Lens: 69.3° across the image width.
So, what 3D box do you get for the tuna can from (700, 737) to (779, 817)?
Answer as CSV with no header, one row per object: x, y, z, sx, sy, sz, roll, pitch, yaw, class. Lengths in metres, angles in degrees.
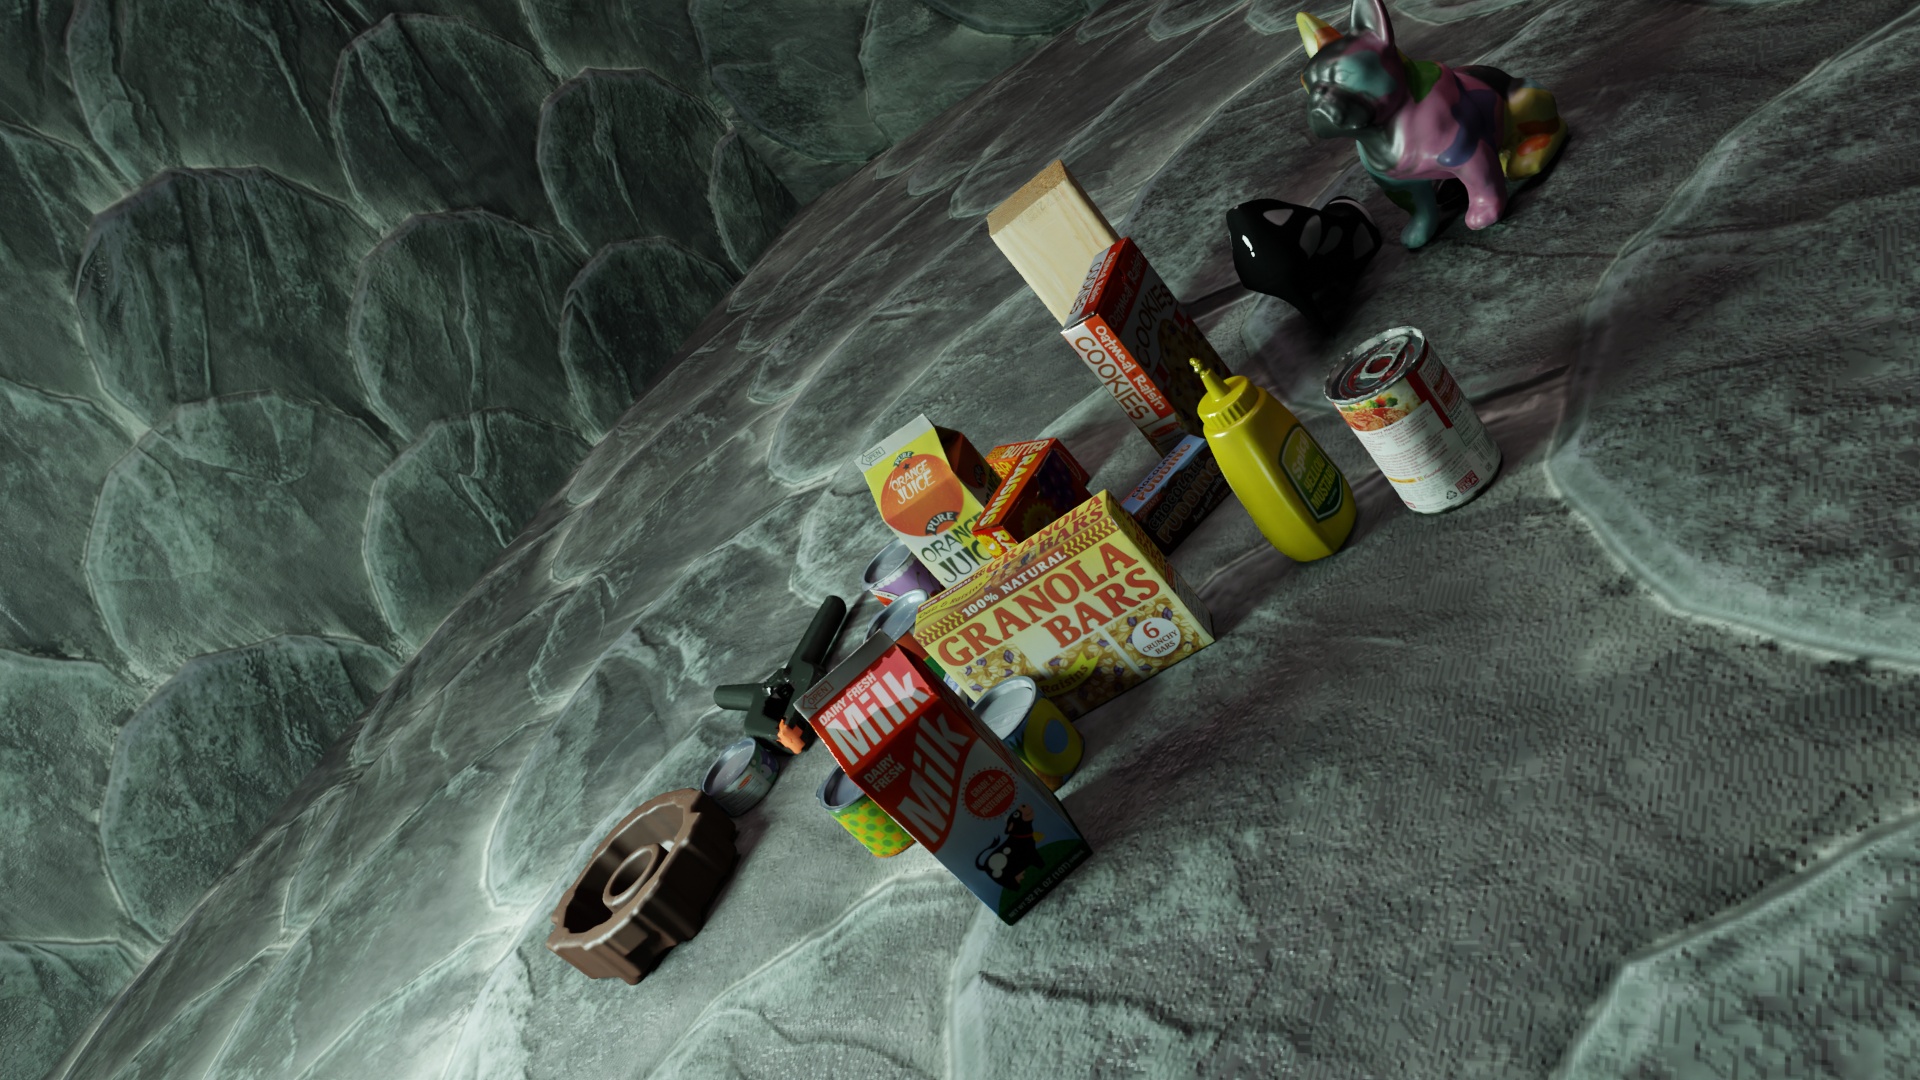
-0.196,0.210,1.235,0.071,0.032,0.071,-35,23,17,tuna can

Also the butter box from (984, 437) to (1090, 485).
0.068,-0.065,1.281,0.024,0.053,0.103,-51,23,-22,butter box

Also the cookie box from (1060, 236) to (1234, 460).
0.159,-0.149,1.131,0.040,0.167,0.123,-26,27,36,cookie box

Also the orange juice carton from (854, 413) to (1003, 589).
0.004,-0.014,1.103,0.071,0.192,0.073,-33,23,21,orange juice carton

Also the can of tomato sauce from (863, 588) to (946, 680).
-0.027,0.090,1.108,0.071,0.083,0.071,-35,22,17,can of tomato sauce

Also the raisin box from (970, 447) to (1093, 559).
0.074,0.003,1.046,0.040,0.123,0.086,-14,35,50,raisin box

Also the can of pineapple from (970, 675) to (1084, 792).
0.041,0.136,0.941,0.071,0.057,0.071,-35,23,17,can of pineapple

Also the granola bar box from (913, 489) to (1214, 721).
0.070,0.056,0.952,0.165,0.124,0.039,-33,23,22,granola bar box

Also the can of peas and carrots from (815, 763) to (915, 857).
-0.060,0.189,1.011,0.071,0.058,0.071,-35,23,17,can of peas and carrots

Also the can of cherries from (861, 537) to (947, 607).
-0.049,0.038,1.276,0.071,0.058,0.072,-35,23,17,can of cherries

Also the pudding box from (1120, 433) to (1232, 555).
0.167,-0.036,1.064,0.084,0.049,0.030,-45,22,-7,pudding box

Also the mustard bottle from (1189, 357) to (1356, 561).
0.197,-0.058,0.904,0.048,0.160,0.065,-16,33,49,mustard bottle

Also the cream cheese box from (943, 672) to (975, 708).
0.010,0.122,1.026,0.024,0.053,0.104,-29,25,31,cream cheese box

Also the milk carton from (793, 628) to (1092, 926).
-0.012,0.139,0.846,0.072,0.190,0.073,-42,21,1,milk carton
